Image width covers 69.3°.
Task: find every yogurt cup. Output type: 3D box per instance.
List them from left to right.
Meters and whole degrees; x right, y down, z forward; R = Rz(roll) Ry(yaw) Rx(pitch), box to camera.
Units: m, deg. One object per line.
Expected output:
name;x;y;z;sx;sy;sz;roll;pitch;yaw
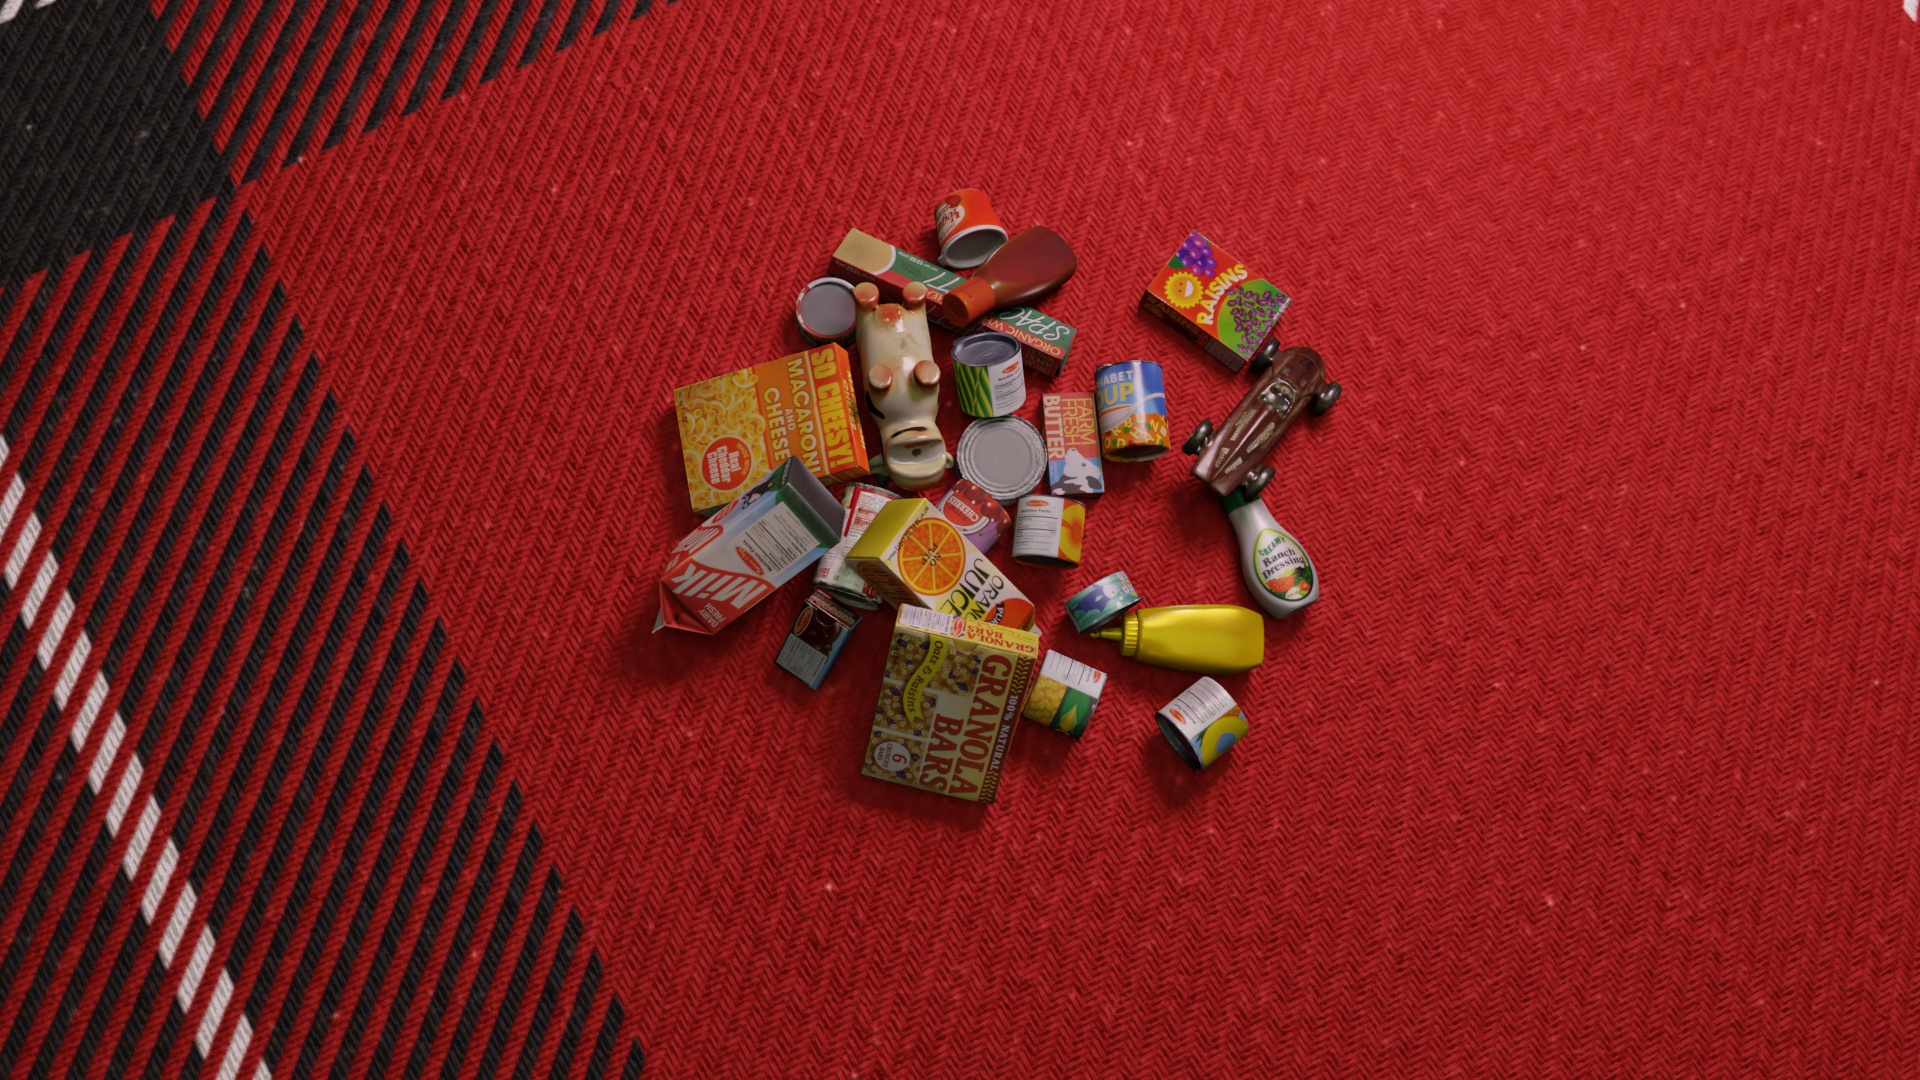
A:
yogurt cup;0.007;-0.309;1.370;0.072;0.072;0.054;-15;70;-7

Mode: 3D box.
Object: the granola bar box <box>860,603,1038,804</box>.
granola bar box;-0.011;0.146;1.218;0.124;0.039;0.164;13;118;-1

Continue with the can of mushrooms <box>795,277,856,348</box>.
can of mushrooms;-0.127;-0.218;1.353;0.071;0.033;0.071;1;76;-4

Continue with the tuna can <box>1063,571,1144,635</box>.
tuna can;0.133;0.057;1.285;0.071;0.071;0.033;-27;80;-10

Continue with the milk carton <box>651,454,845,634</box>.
milk carton;-0.200;0.015;1.242;0.190;0.072;0.073;-36;110;13

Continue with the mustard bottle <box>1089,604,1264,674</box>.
mustard bottle;0.199;0.089;1.292;0.160;0.048;0.065;4;77;-2

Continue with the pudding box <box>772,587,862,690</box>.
pudding box;-0.129;0.090;1.255;0.050;0.083;0.030;33;32;5

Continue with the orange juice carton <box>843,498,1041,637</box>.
orange juice carton;-0.006;0.051;1.250;0.192;0.073;0.072;45;68;-23

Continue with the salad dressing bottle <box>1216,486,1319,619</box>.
salad dressing bottle;0.287;0.001;1.322;0.064;0.044;0.148;-23;77;-9

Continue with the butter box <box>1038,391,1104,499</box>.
butter box;0.107;-0.091;1.343;0.053;0.024;0.103;-4;77;-5

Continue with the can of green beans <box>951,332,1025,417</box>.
can of green beans;0.027;-0.158;1.322;0.071;0.057;0.071;-5;35;4

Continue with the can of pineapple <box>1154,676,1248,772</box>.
can of pineapple;0.221;0.168;1.267;0.058;0.071;0.071;-35;81;-11

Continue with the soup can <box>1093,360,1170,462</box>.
soup can;0.162;-0.123;1.331;0.071;0.071;0.084;-3;77;-4

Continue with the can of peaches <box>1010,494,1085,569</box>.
can of peaches;0.083;-0.006;1.300;0.071;0.071;0.058;7;77;-2

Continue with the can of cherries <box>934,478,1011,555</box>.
can of cherries;0.005;-0.016;1.293;0.071;0.071;0.058;41;77;6

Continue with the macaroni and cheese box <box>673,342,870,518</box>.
macaroni and cheese box;-0.176;-0.101;1.292;0.166;0.040;0.124;-14;77;13

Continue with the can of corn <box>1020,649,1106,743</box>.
can of corn;0.093;0.142;1.265;0.058;0.071;0.071;24;76;3

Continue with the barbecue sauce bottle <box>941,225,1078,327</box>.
barbecue sauce bottle;0.045;-0.252;1.341;0.065;0.043;0.149;45;55;14

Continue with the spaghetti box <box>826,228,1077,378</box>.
spaghetti box;-0.007;-0.233;1.360;0.250;0.028;0.050;25;53;3

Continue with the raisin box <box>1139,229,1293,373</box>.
raisin box;0.253;-0.238;1.381;0.123;0.040;0.086;36;78;4
